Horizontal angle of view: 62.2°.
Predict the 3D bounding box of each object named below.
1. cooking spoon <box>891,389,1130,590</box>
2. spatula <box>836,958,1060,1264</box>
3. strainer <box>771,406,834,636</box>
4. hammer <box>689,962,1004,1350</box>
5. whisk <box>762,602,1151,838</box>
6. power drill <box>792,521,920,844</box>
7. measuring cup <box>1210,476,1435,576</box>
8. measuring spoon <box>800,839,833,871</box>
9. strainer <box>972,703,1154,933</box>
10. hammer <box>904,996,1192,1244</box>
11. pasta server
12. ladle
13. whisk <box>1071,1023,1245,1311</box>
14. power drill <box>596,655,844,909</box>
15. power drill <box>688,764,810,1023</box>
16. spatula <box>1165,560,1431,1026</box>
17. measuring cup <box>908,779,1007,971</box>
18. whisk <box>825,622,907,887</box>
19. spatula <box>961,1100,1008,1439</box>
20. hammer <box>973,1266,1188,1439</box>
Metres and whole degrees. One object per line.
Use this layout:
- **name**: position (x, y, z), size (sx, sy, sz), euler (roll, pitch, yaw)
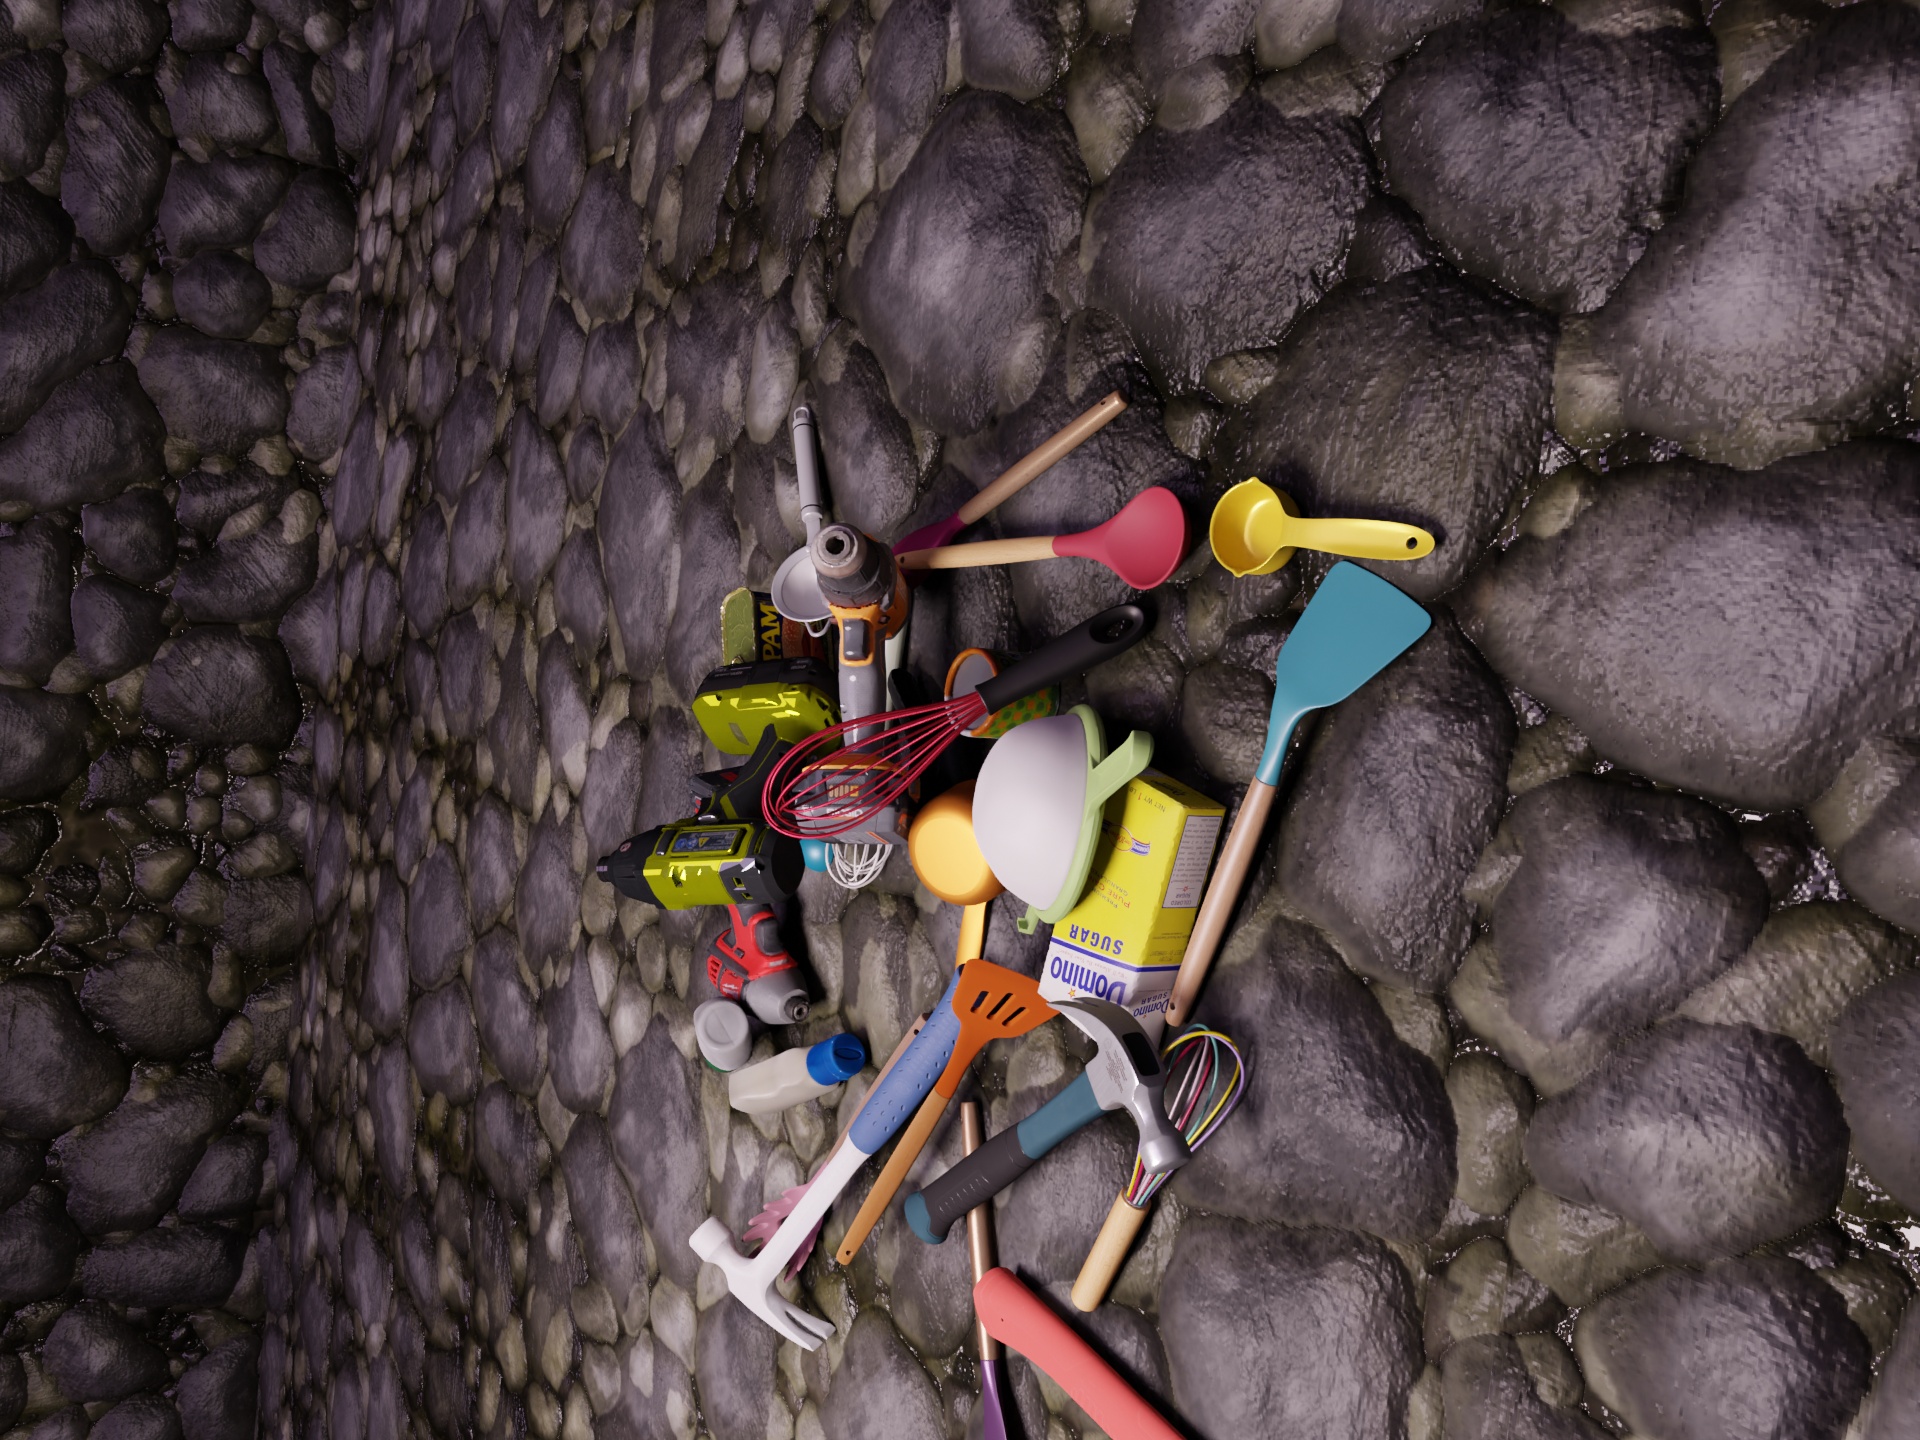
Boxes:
- **cooking spoon**: position (0.019, -0.169, 1.223), size (0.319, 0.017, 0.069), euler (-31, 41, 46)
- **spatula**: position (-0.024, 0.300, 1.190), size (0.041, 0.081, 0.322), euler (-85, 21, -65)
- **strainer**: position (-0.130, -0.176, 1.419), size (0.087, 0.050, 0.259), euler (-13, 63, 10)
- **hammer**: position (-0.080, 0.349, 1.275), size (0.144, 0.035, 0.405), euler (42, 118, 14)
- **whisk**: position (-0.002, -0.003, 1.081), size (0.296, 0.073, 0.073), euler (-28, 53, 0)
- **power drill**: position (-0.077, -0.028, 1.174), size (0.185, 0.084, 0.226), euler (60, -149, -79)
- **measuring cup**: position (0.219, -0.110, 0.952), size (0.157, 0.029, 0.062), euler (14, 97, 45)
- **measuring spoon**: position (-0.114, 0.081, 1.385), size (0.042, 0.021, 0.128), euler (58, 132, 39)
- **strainer**: position (0.056, 0.044, 1.028), size (0.256, 0.069, 0.151), euler (127, 151, -70)
- **hammer**: position (0.042, 0.292, 1.087), size (0.331, 0.033, 0.128), euler (-51, 50, 47)
- **pasta server**: position (-0.098, 0.356, 1.326), size (0.060, 0.040, 0.316), euler (39, 120, 15)
- **ladle**: position (0.052, -0.124, 1.153), size (0.315, 0.031, 0.069), euler (2, 85, 49)
- **whisk**: position (0.118, 0.293, 1.032), size (0.051, 0.047, 0.244), euler (48, 127, 43)
- **power drill**: position (-0.185, 0.054, 1.275), size (0.171, 0.080, 0.223), euler (-4, 42, 24)
- **power drill**: position (-0.177, 0.158, 1.400), size (0.143, 0.078, 0.219), euler (22, 118, 54)
- **spatula**: position (0.189, 0.059, 0.976), size (0.082, 0.044, 0.317), euler (45, 127, 46)
- **measuring cup**: position (0.000, 0.132, 1.182), size (0.095, 0.052, 0.173), euler (17, 111, 29)
- **whisk**: position (-0.071, 0.017, 1.315), size (0.058, 0.059, 0.246), euler (5, 86, 57)
- **spatula**: position (0.020, 0.442, 1.167), size (0.059, 0.018, 0.316), euler (135, 132, -69)
- **hammer**: position (0.125, 0.452, 1.011), size (0.359, 0.036, 0.149), euler (28, 109, 51)
